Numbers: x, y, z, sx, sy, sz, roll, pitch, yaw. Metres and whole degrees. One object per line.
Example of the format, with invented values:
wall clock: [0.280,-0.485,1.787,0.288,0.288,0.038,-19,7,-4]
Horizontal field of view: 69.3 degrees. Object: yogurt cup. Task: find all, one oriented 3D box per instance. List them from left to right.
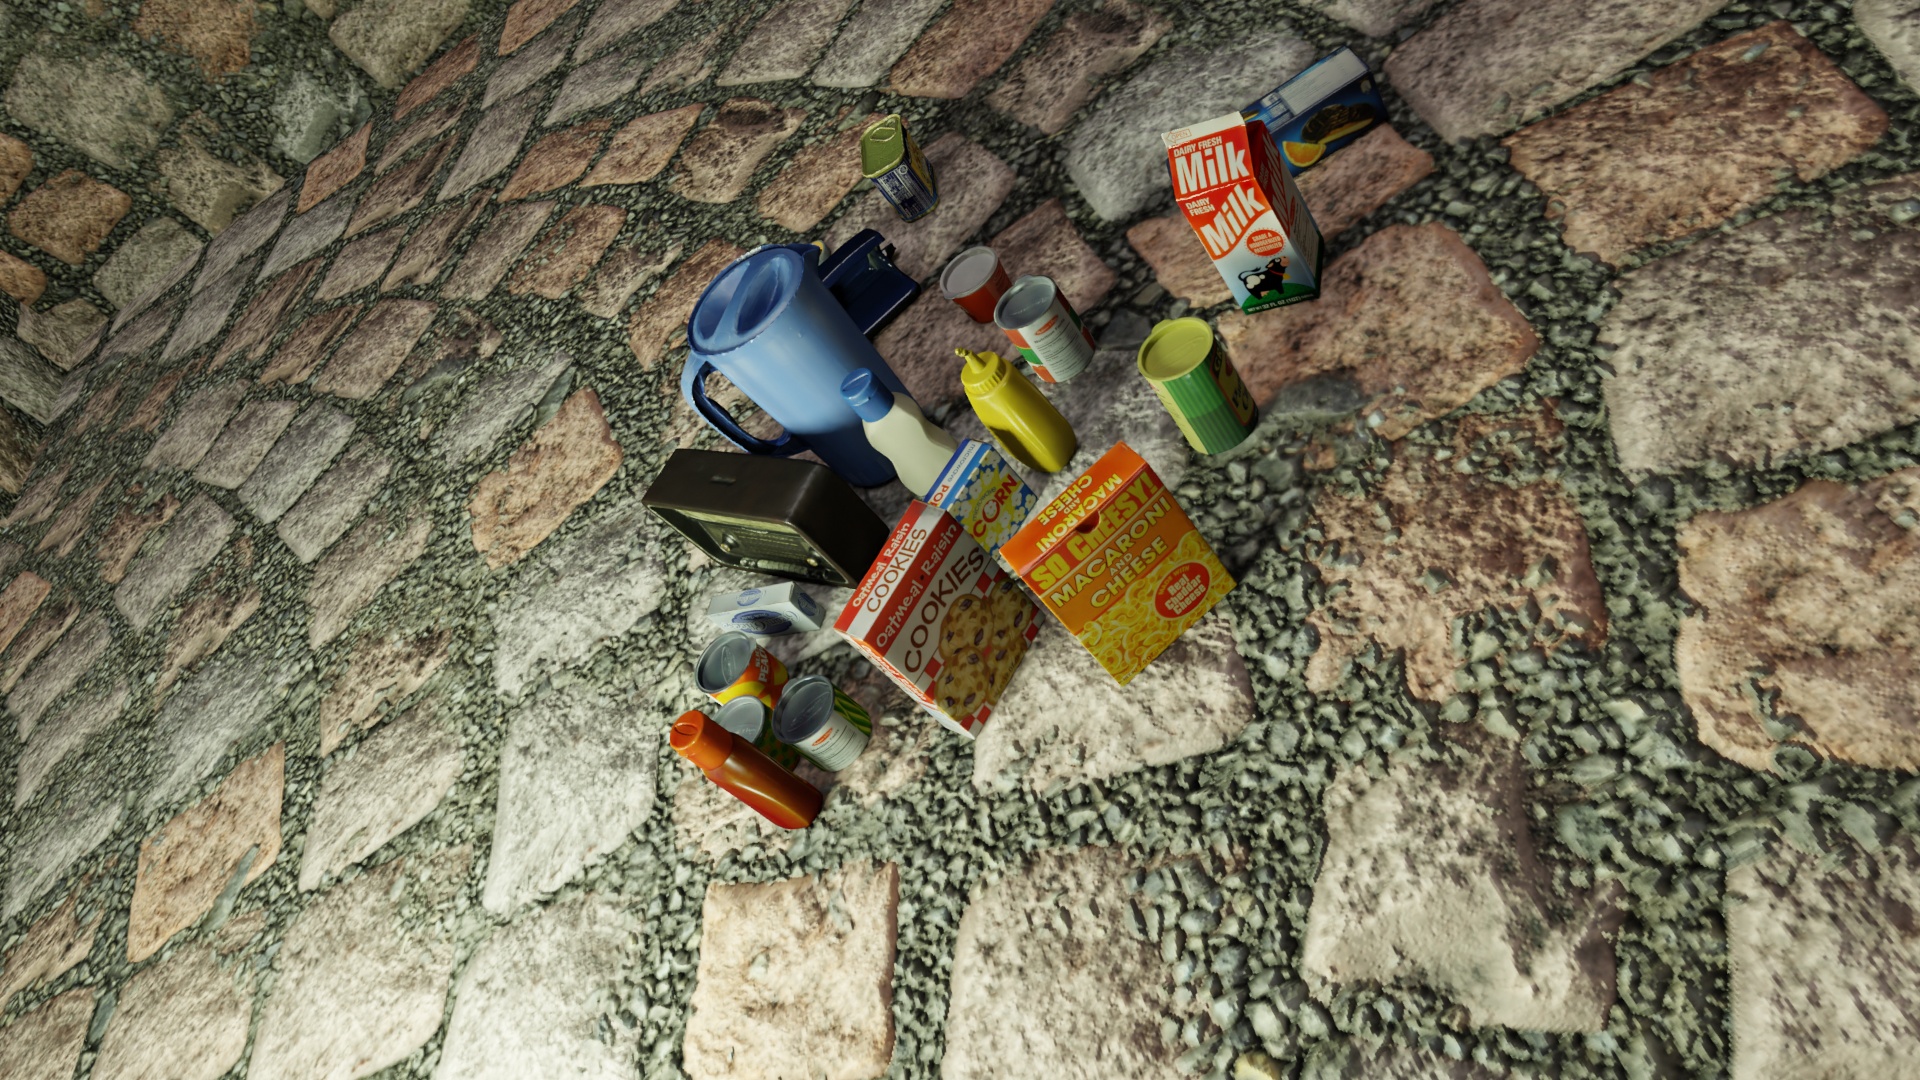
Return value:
yogurt cup: [0.021,-0.263,1.441,0.072,0.053,0.073,-21,46,23]

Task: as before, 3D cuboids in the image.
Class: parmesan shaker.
parmesan shaker: [0.199,-0.130,1.158,0.071,0.103,0.072,-21,46,23]

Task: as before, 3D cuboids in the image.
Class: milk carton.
milk carton: [0.243,-0.287,1.188,0.072,0.190,0.074,-9,52,32]

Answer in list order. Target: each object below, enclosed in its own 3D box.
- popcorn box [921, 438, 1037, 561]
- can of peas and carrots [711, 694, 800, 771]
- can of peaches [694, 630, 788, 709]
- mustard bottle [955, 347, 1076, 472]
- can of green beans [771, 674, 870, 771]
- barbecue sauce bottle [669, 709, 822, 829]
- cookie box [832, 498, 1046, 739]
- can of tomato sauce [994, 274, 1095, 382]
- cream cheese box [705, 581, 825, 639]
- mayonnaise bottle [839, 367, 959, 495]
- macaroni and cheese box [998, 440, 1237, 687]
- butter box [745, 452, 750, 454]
popcorn box: [0.004,-0.015,1.226,0.038,0.085,0.127,19,69,45]
can of peas and carrots: [-0.183,0.181,1.228,0.071,0.058,0.071,-21,46,23]
can of peaches: [-0.201,0.125,1.288,0.071,0.058,0.071,-21,46,23]
mustard bottle: [0.043,-0.122,1.228,0.065,0.160,0.049,14,66,43]
can of green beans: [-0.119,0.158,1.199,0.071,0.057,0.071,-21,46,23]
barbecue sauce bottle: [-0.180,0.190,1.151,0.065,0.148,0.044,4,60,40]
cookie box: [-0.013,0.065,1.112,0.040,0.167,0.123,15,67,44]
can of tomato sauce: [0.081,-0.202,1.322,0.071,0.083,0.071,-21,46,23]
cream cheese box: [-0.186,0.069,1.326,0.103,0.053,0.024,-11,51,31]
mayonnaise bottle: [-0.056,-0.103,1.297,0.064,0.147,0.041,-30,43,15]
macaroni and cheese box: [0.122,0.021,1.045,0.124,0.166,0.040,-42,42,1]
butter box: [-0.245,-0.049,1.468,0.103,0.053,0.024,-30,43,15]
